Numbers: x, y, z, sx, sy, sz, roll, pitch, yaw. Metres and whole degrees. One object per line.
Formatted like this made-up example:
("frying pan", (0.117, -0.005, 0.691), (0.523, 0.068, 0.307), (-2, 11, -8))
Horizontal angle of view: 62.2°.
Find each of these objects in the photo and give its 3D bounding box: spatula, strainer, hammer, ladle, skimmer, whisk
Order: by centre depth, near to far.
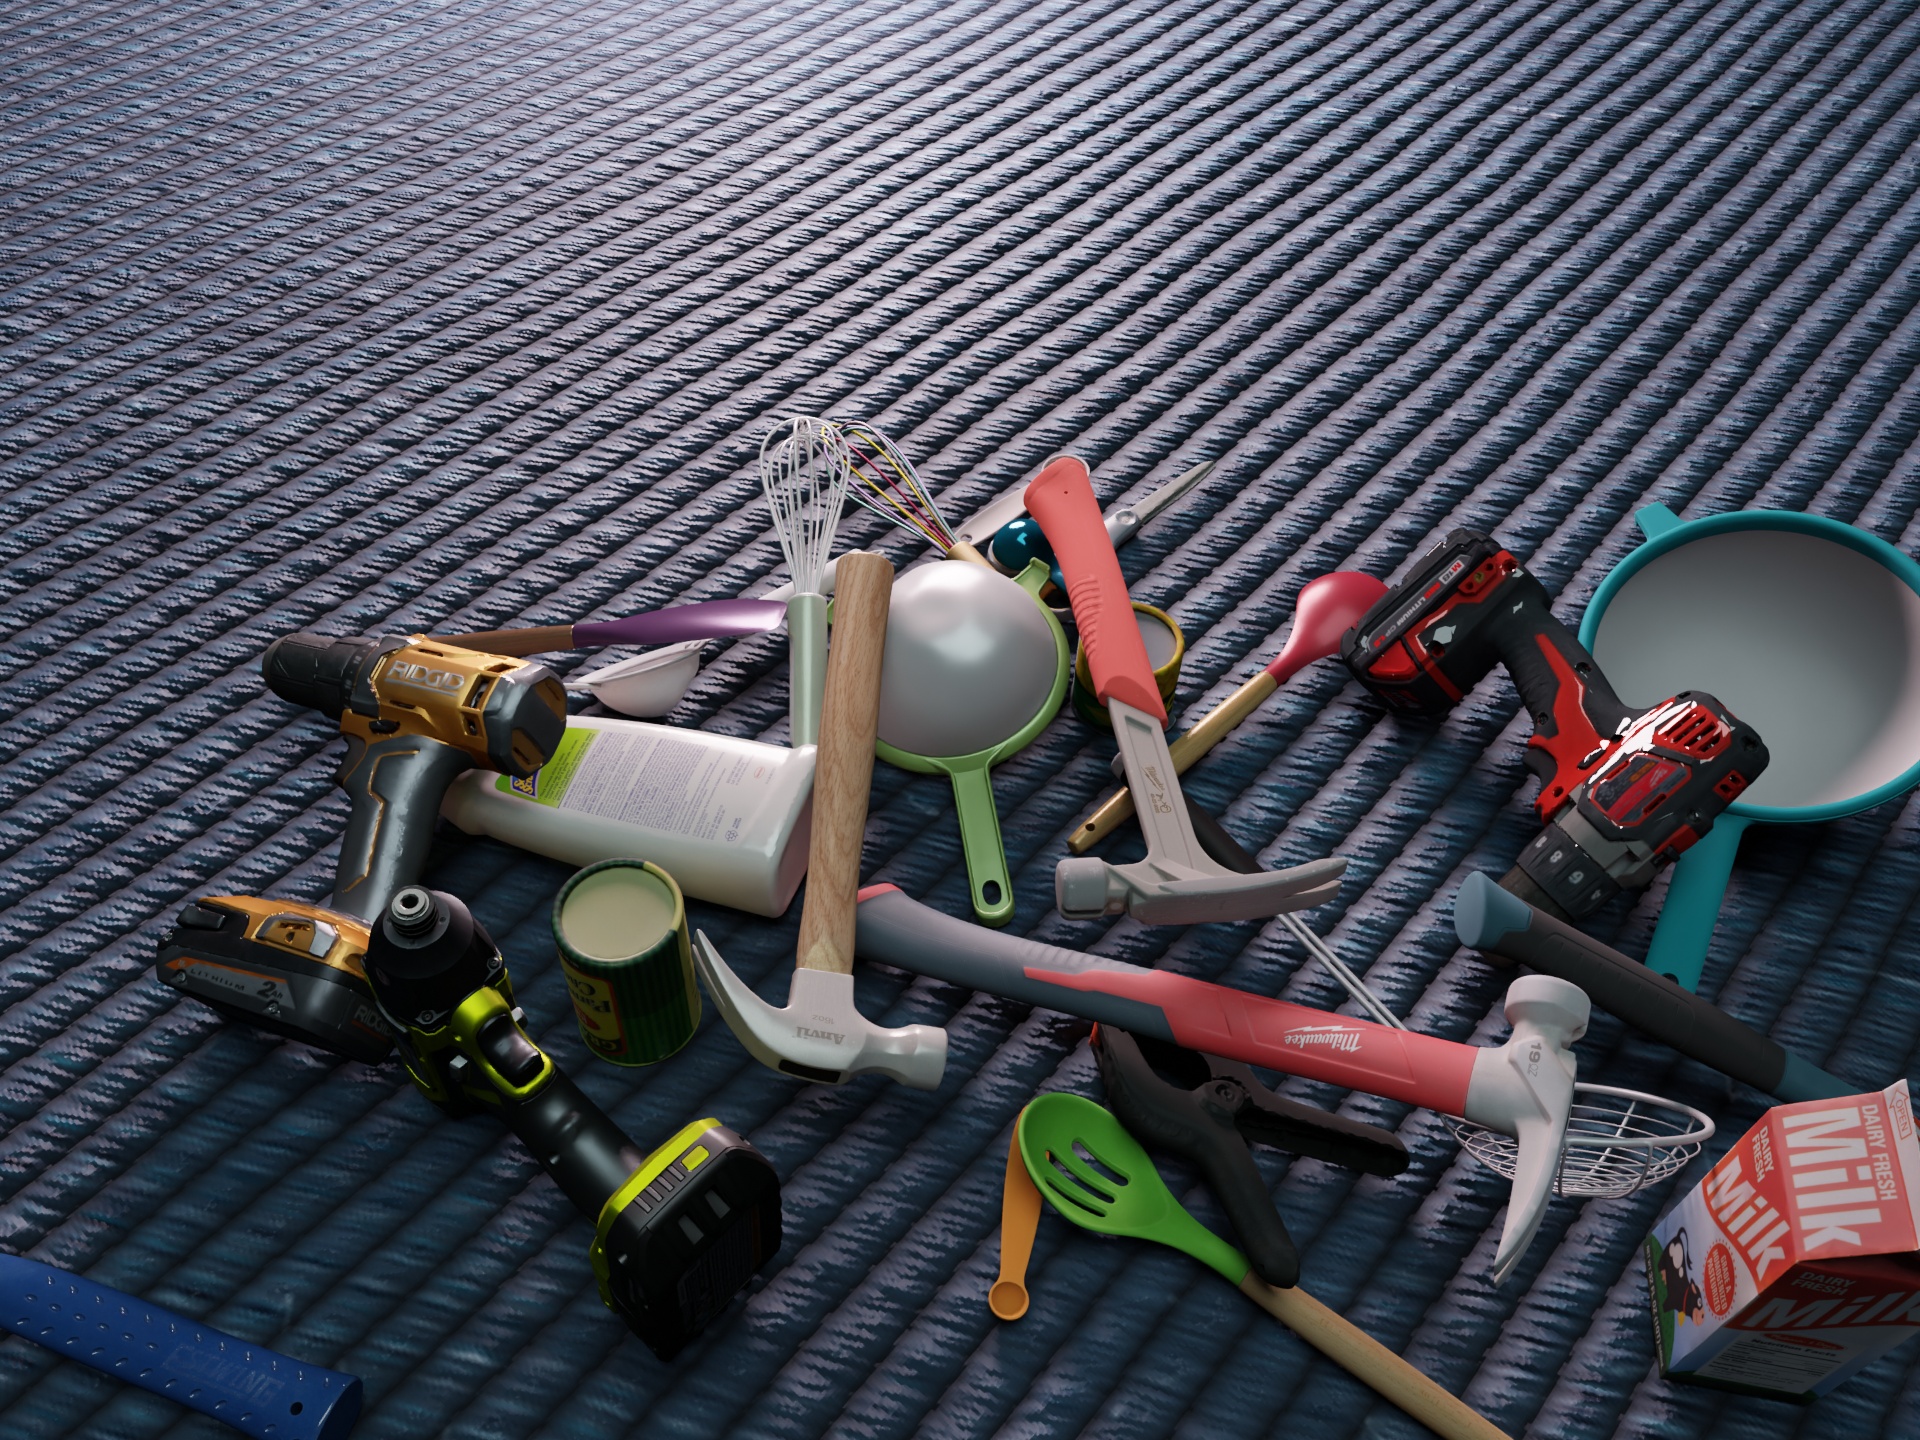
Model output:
("hammer", (-0.466, 0.254, 0.749), (0.405, 0.035, 0.144), (16, 52, 10))
("hammer", (0.099, 0.157, 0.795), (0.386, 0.038, 0.143), (10, 56, 25))
("hammer", (0.406, 0.174, 0.818), (0.331, 0.033, 0.128), (29, 47, 5))
("skimmer", (0.223, 0.115, 0.854), (0.127, 0.090, 0.364), (1, 39, -52))
("hammer", (-0.067, 0.037, 0.866), (0.130, 0.031, 0.332), (10, 53, -10))
("hammer", (0.102, -0.033, 0.926), (0.149, 0.036, 0.359), (-4, 46, -7))
("strainer", (0.459, 0.038, 0.949), (0.211, 0.095, 0.340), (17, 70, 25))
("strainer", (-0.002, -0.003, 0.951), (0.151, 0.069, 0.257), (-11, 57, 1))
("spatula", (-0.262, -0.051, 0.986), (0.316, 0.018, 0.060), (-6, 27, 7))
("whisk", (-0.097, -0.082, 1.001), (0.059, 0.057, 0.246), (-1, 70, -3))
("ladle", (0.177, -0.011, 1.007), (0.315, 0.031, 0.069), (-38, 62, -27))
("strainer", (-0.145, -0.057, 1.018), (0.258, 0.050, 0.087), (-32, 18, -32))
("whisk", (-0.019, -0.126, 1.080), (0.051, 0.047, 0.245), (-44, 65, 4))

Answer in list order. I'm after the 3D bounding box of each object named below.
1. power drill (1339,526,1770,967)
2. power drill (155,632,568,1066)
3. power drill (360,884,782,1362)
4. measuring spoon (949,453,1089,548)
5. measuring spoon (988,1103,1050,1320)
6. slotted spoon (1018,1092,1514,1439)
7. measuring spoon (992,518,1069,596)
("power drill", (0.321, 0.015, 0.929), (0.188, 0.080, 0.227), (-46, 49, 12))
("power drill", (-0.337, 0.053, 0.859), (0.185, 0.084, 0.226), (12, 65, 19))
("power drill", (-0.189, 0.179, 0.741), (0.223, 0.171, 0.080), (37, 58, 21))
("measuring spoon", (0.041, -0.149, 1.123), (0.124, 0.018, 0.034), (-35, 60, -19))
("measuring spoon", (0.030, 0.246, 0.799), (0.021, 0.011, 0.117), (12, 47, 0))
("slotted spoon", (0.158, 0.282, 0.762), (0.314, 0.031, 0.070), (31, 38, 19))
("measuring spoon", (0.072, -0.099, 1.051), (0.042, 0.021, 0.129), (-36, 58, -26))
